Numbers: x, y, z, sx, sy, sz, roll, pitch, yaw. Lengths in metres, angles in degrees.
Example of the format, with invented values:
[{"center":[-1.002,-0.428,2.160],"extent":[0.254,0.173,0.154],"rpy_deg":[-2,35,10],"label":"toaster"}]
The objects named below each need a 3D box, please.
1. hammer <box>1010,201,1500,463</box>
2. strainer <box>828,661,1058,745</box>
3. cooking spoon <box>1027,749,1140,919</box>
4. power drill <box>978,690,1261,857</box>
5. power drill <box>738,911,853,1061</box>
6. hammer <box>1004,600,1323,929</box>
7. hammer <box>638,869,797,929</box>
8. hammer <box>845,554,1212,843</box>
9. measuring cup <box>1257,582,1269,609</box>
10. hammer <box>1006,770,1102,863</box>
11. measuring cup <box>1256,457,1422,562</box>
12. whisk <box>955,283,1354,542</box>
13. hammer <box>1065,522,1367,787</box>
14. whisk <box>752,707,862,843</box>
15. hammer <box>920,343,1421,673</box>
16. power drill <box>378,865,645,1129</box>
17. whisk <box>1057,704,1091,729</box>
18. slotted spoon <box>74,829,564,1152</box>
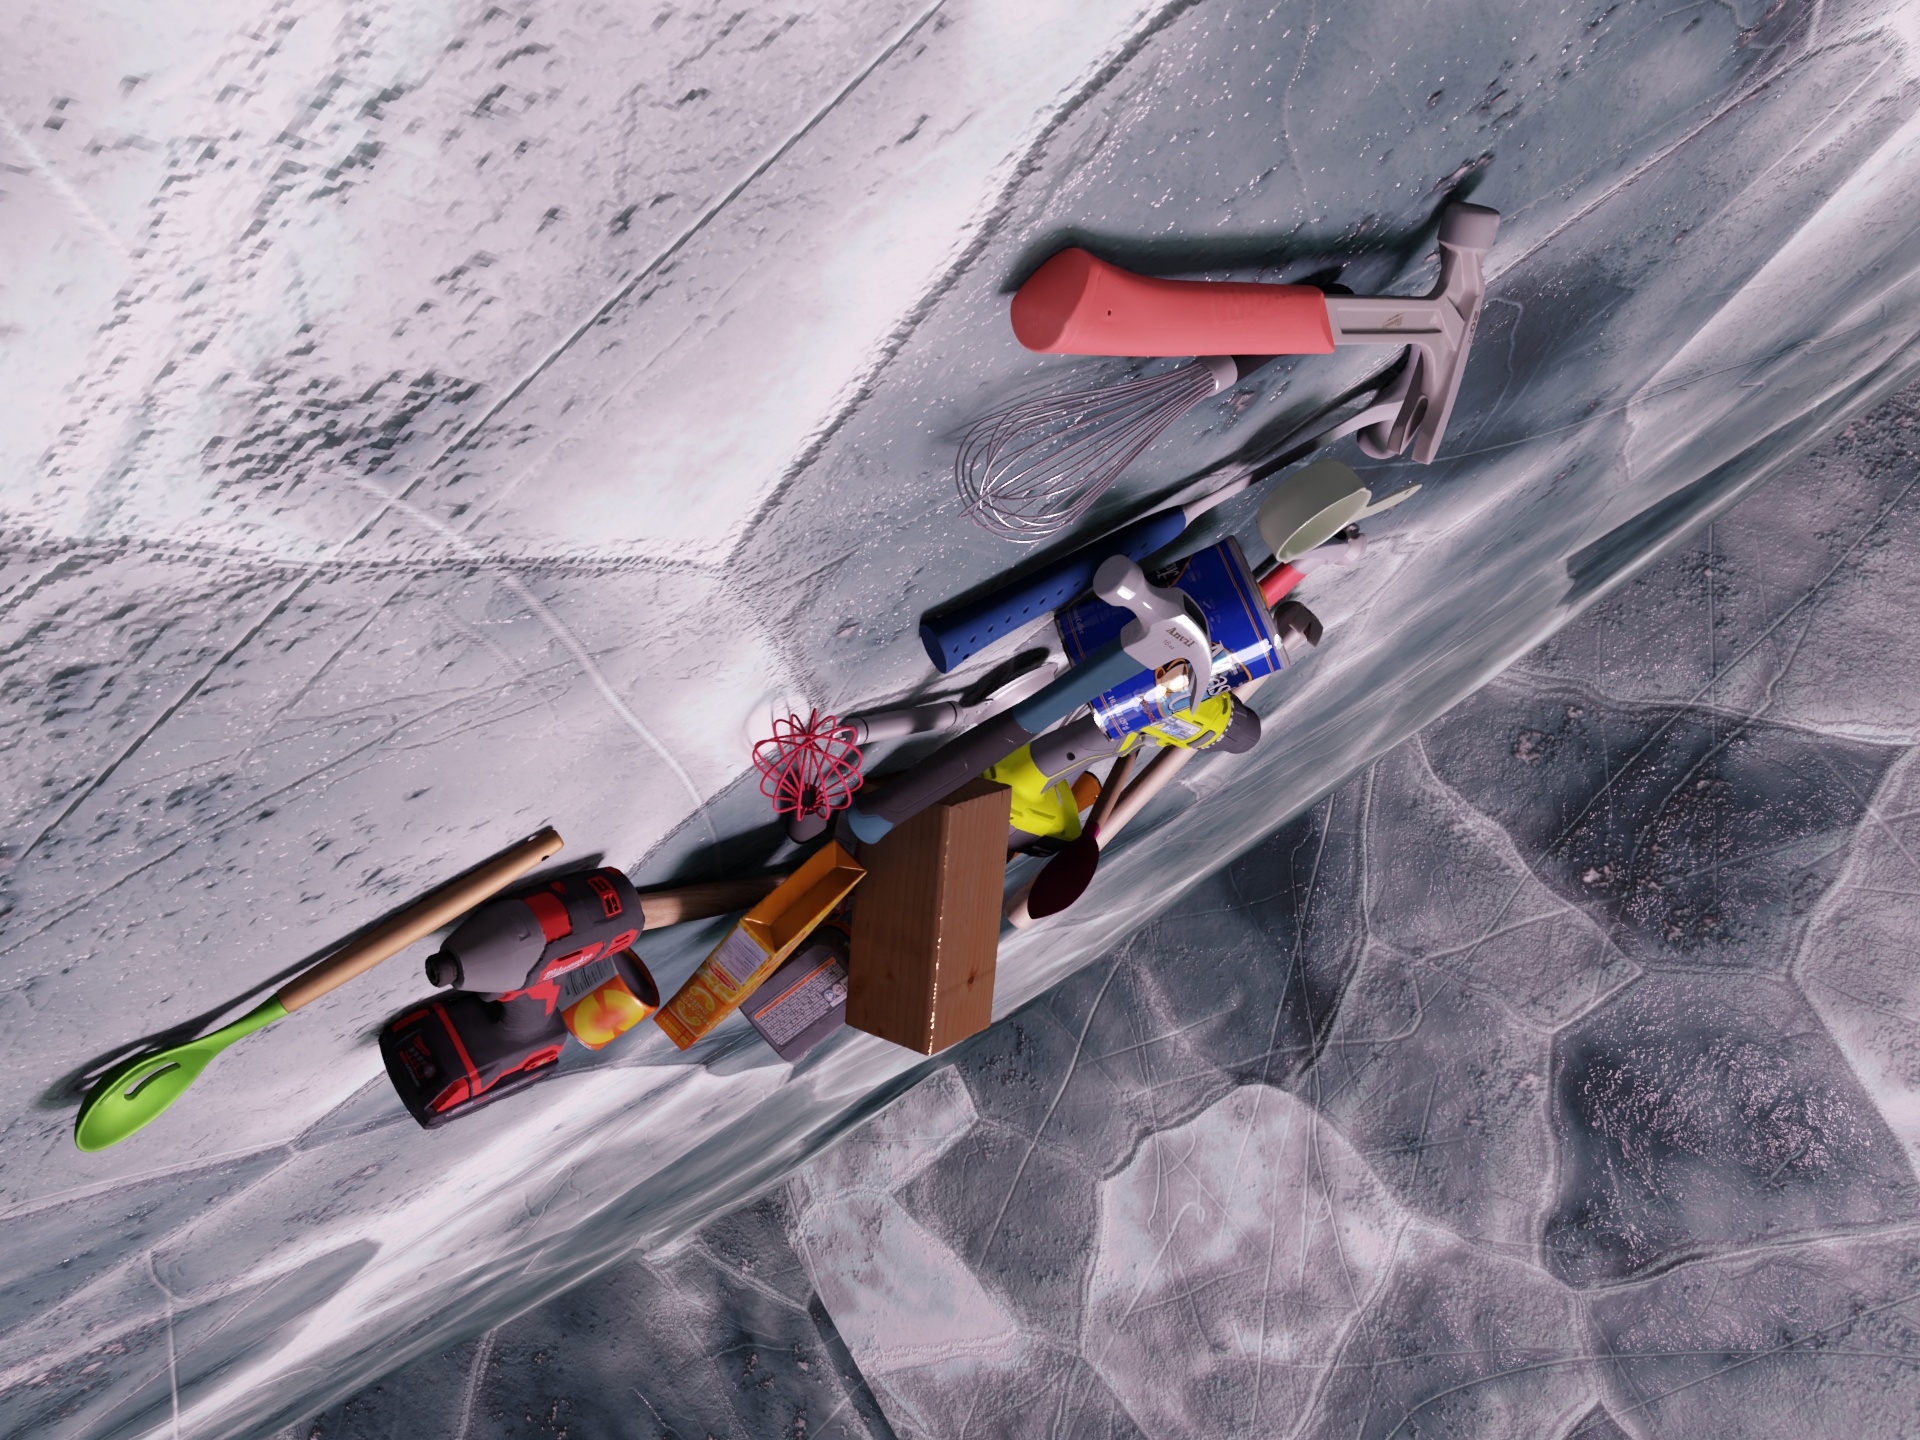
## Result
[{"center":[0.162,-0.198,0.824],"extent":[0.359,0.037,0.149],"rpy_deg":[-13,123,-42],"label":"hammer"},{"center":[-0.002,-0.004,1.176],"extent":[0.258,0.050,0.087],"rpy_deg":[-11,158,-46],"label":"strainer"},{"center":[0.127,0.083,1.434],"extent":[0.069,0.017,0.319],"rpy_deg":[-23,-161,32],"label":"cooking spoon"},{"center":[0.124,0.027,1.319],"extent":[0.228,0.080,0.190],"rpy_deg":[-33,146,30],"label":"power drill"},{"center":[-0.120,0.216,1.442],"extent":[0.164,0.084,0.226],"rpy_deg":[-38,-175,19],"label":"power drill"},{"center":[0.186,0.050,1.500],"extent":[0.410,0.038,0.146],"rpy_deg":[-48,180,13],"label":"hammer"},{"center":[-0.183,0.141,1.270],"extent":[0.130,0.031,0.331],"rpy_deg":[-40,163,24],"label":"hammer"},{"center":[0.035,0.004,1.092],"extent":[0.128,0.033,0.331],"rpy_deg":[30,133,-32],"label":"hammer"},{"center":[0.180,-0.095,1.241],"extent":[0.095,0.052,0.173],"rpy_deg":[-21,149,29],"label":"measuring cup"},{"center":[0.054,0.122,1.537],"extent":[0.337,0.034,0.127],"rpy_deg":[-28,135,-57],"label":"hammer"},{"center":[0.267,-0.158,1.106],"extent":[0.167,0.038,0.083],"rpy_deg":[-22,162,-41],"label":"measuring cup"},{"center":[0.113,-0.174,0.854],"extent":[0.284,0.070,0.070],"rpy_deg":[-32,165,-23],"label":"whisk"},{"center":[0.187,-0.046,1.420],"extent":[0.143,0.038,0.386],"rpy_deg":[-10,153,-52],"label":"hammer"},{"center":[-0.106,0.051,1.108],"extent":[0.073,0.073,0.295],"rpy_deg":[-29,170,-12],"label":"whisk"},{"center":[0.155,-0.143,1.062],"extent":[0.405,0.035,0.144],"rpy_deg":[-29,164,-14],"label":"hammer"},{"center":[-0.312,0.185,1.075],"extent":[0.143,0.079,0.219],"rpy_deg":[-18,156,-43],"label":"power drill"},{"center":[0.078,0.025,1.413],"extent":[0.239,0.055,0.055],"rpy_deg":[-36,165,27],"label":"whisk"},{"center":[-0.374,0.152,0.935],"extent":[0.314,0.031,0.070],"rpy_deg":[-32,161,-11],"label":"slotted spoon"}]
